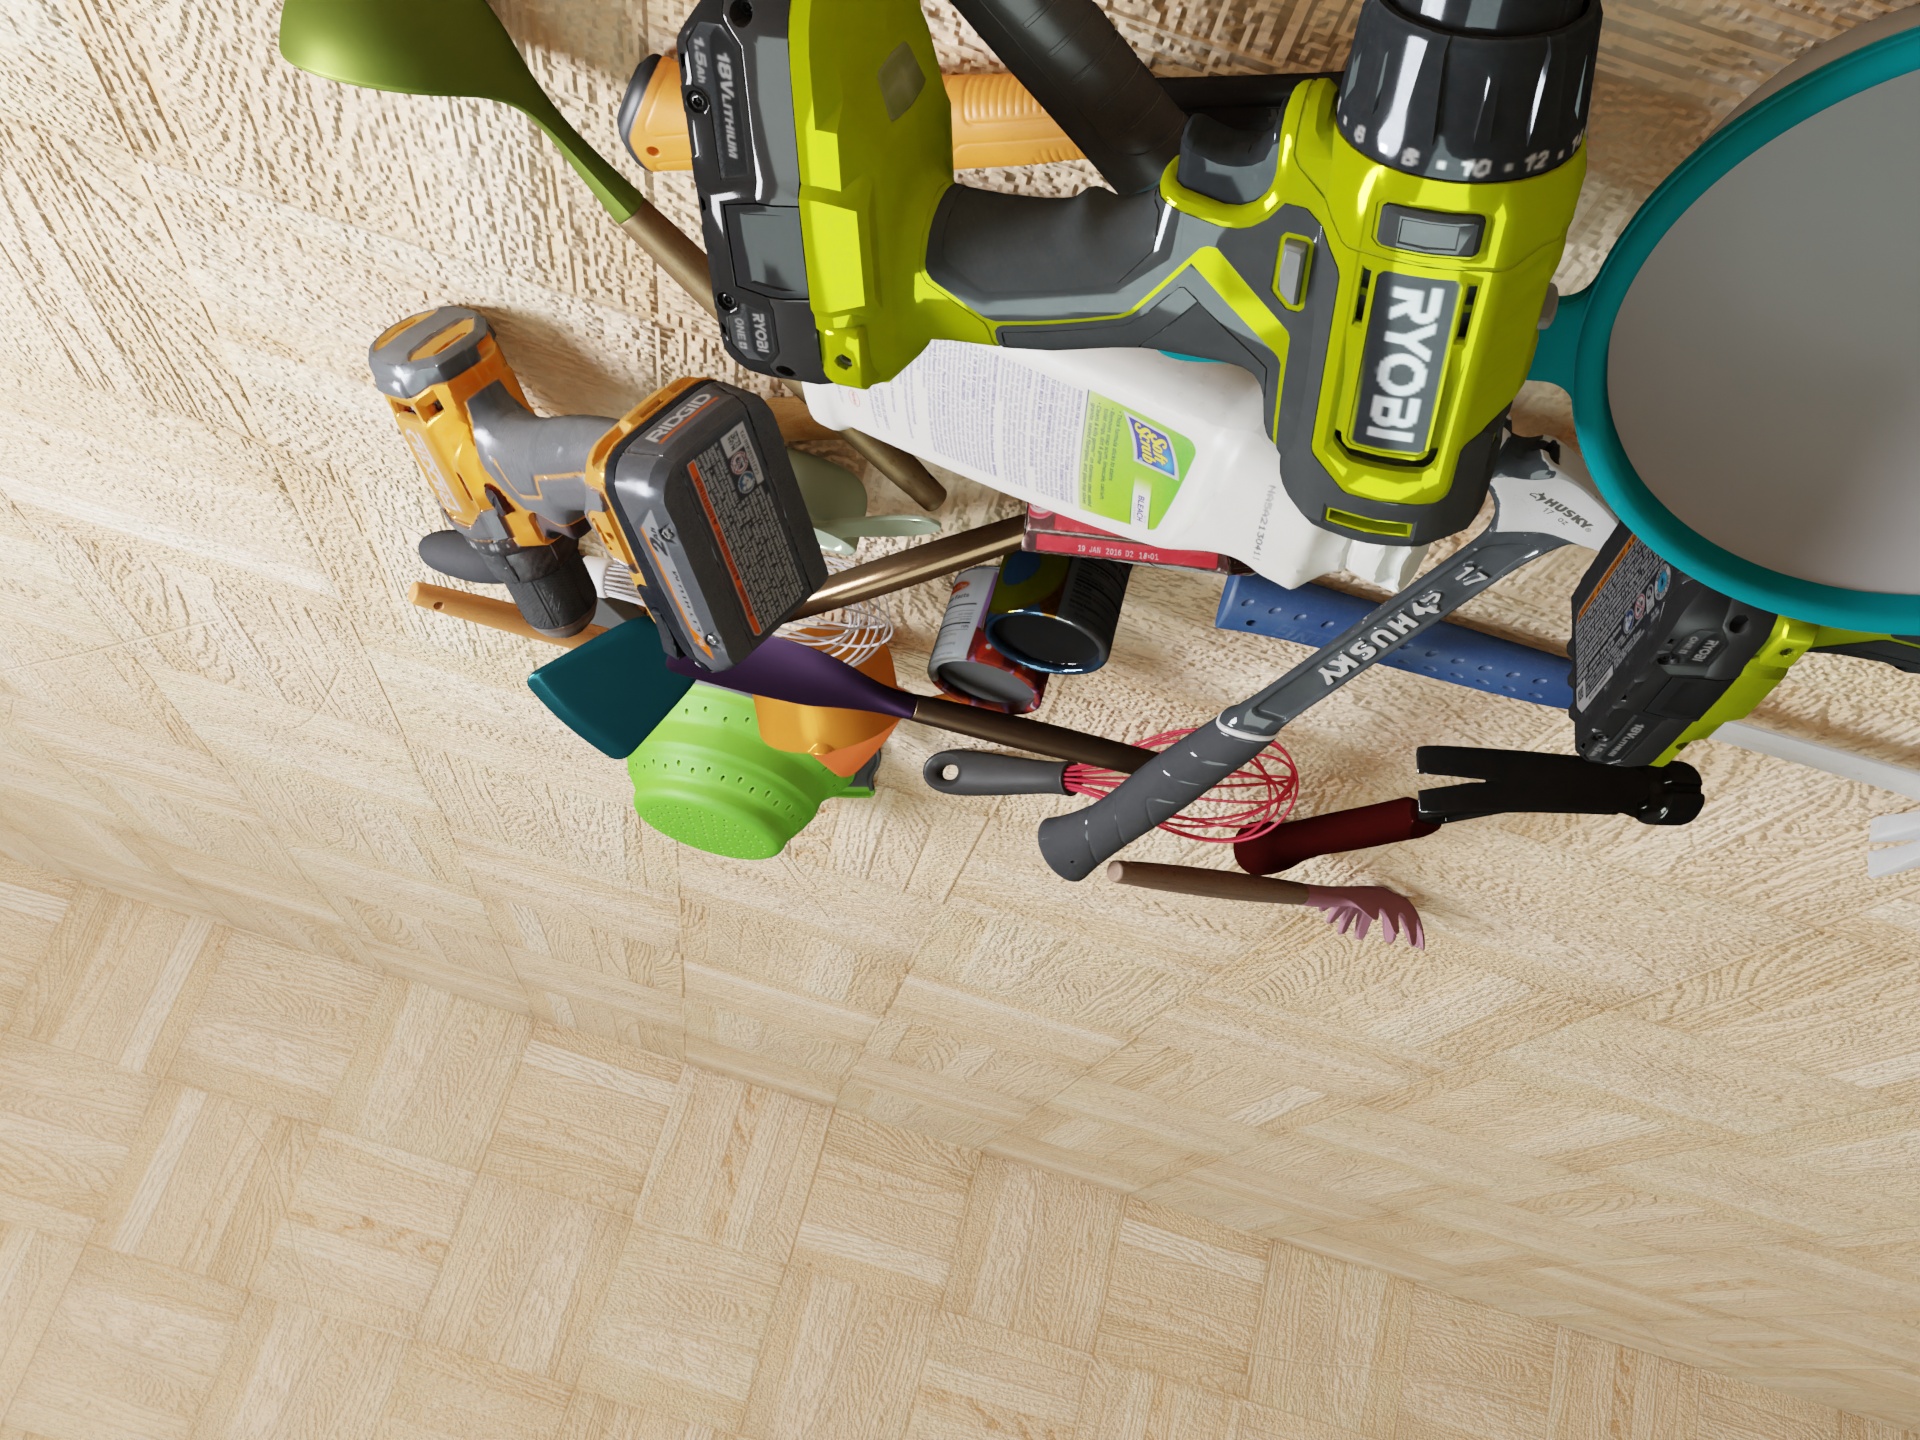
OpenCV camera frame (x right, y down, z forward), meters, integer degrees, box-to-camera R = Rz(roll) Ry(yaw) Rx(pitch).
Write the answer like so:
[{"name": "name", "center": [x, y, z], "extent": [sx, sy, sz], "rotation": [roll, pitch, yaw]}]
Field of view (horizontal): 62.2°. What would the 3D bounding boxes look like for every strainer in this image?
[{"name": "strainer", "center": [0.230, -0.135, 0.477], "extent": [0.340, 0.095, 0.210], "rotation": [8, 143, 18]}]

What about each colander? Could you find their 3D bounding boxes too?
[{"name": "colander", "center": [-0.201, -0.001, 1.065], "extent": [0.204, 0.095, 0.396], "rotation": [2, 153, 30]}]

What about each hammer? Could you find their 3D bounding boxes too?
[{"name": "hammer", "center": [-0.026, -0.249, 0.433], "extent": [0.330, 0.033, 0.128], "rotation": [40, 149, -28]}, {"name": "hammer", "center": [0.234, 0.057, 0.897], "extent": [0.149, 0.037, 0.359], "rotation": [3, 170, -15]}, {"name": "hammer", "center": [0.325, -0.006, 0.785], "extent": [0.405, 0.035, 0.144], "rotation": [16, 156, 1]}, {"name": "hammer", "center": [0.159, -0.005, 0.787], "extent": [0.149, 0.036, 0.409], "rotation": [28, 143, -15]}, {"name": "hammer", "center": [0.036, -0.201, 0.545], "extent": [0.337, 0.034, 0.127], "rotation": [7, 154, 20]}]

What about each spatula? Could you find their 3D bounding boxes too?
[{"name": "spatula", "center": [-0.078, -0.054, 0.826], "extent": [0.317, 0.044, 0.082], "rotation": [-16, 137, 25]}, {"name": "spatula", "center": [-0.001, -0.003, 0.862], "extent": [0.315, 0.018, 0.059], "rotation": [14, 148, -19]}, {"name": "spatula", "center": [-0.176, -0.032, 0.964], "extent": [0.322, 0.041, 0.081], "rotation": [15, 125, -40]}]

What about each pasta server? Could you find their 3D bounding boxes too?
[{"name": "pasta server", "center": [0.204, 0.119, 1.035], "extent": [0.316, 0.040, 0.060], "rotation": [11, 175, -42]}]

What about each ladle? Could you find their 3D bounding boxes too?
[{"name": "ladle", "center": [-0.120, -0.176, 0.634], "extent": [0.062, 0.078, 0.319], "rotation": [-40, 126, 15]}]

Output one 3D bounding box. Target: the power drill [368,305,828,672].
[{"name": "power drill", "center": [-0.172, -0.094, 0.764], "extent": [0.226, 0.084, 0.185], "rotation": [21, 143, 34]}]

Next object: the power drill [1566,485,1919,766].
[{"name": "power drill", "center": [0.355, -0.020, 0.596], "extent": [0.223, 0.080, 0.171], "rotation": [9, 152, 3]}]

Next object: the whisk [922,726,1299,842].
[{"name": "whisk", "center": [0.086, 0.037, 1.015], "extent": [0.296, 0.073, 0.073], "rotation": [1, 152, 42]}]

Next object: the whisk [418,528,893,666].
[{"name": "whisk", "center": [-0.176, -0.077, 0.904], "extent": [0.284, 0.070, 0.070], "rotation": [10, 156, 8]}]

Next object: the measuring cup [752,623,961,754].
[{"name": "measuring cup", "center": [-0.040, -0.029, 0.943], "extent": [0.173, 0.095, 0.052], "rotation": [-8, 115, 8]}]

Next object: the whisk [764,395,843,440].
[{"name": "whisk", "center": [0.004, -0.132, 0.696], "extent": [0.245, 0.051, 0.047], "rotation": [6, 112, 35]}]

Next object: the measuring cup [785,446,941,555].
[{"name": "measuring cup", "center": [-0.056, -0.108, 0.758], "extent": [0.083, 0.038, 0.168], "rotation": [19, 174, -37]}]

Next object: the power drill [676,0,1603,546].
[{"name": "power drill", "center": [0.047, -0.151, 0.424], "extent": [0.228, 0.080, 0.190], "rotation": [14, 139, 15]}]
